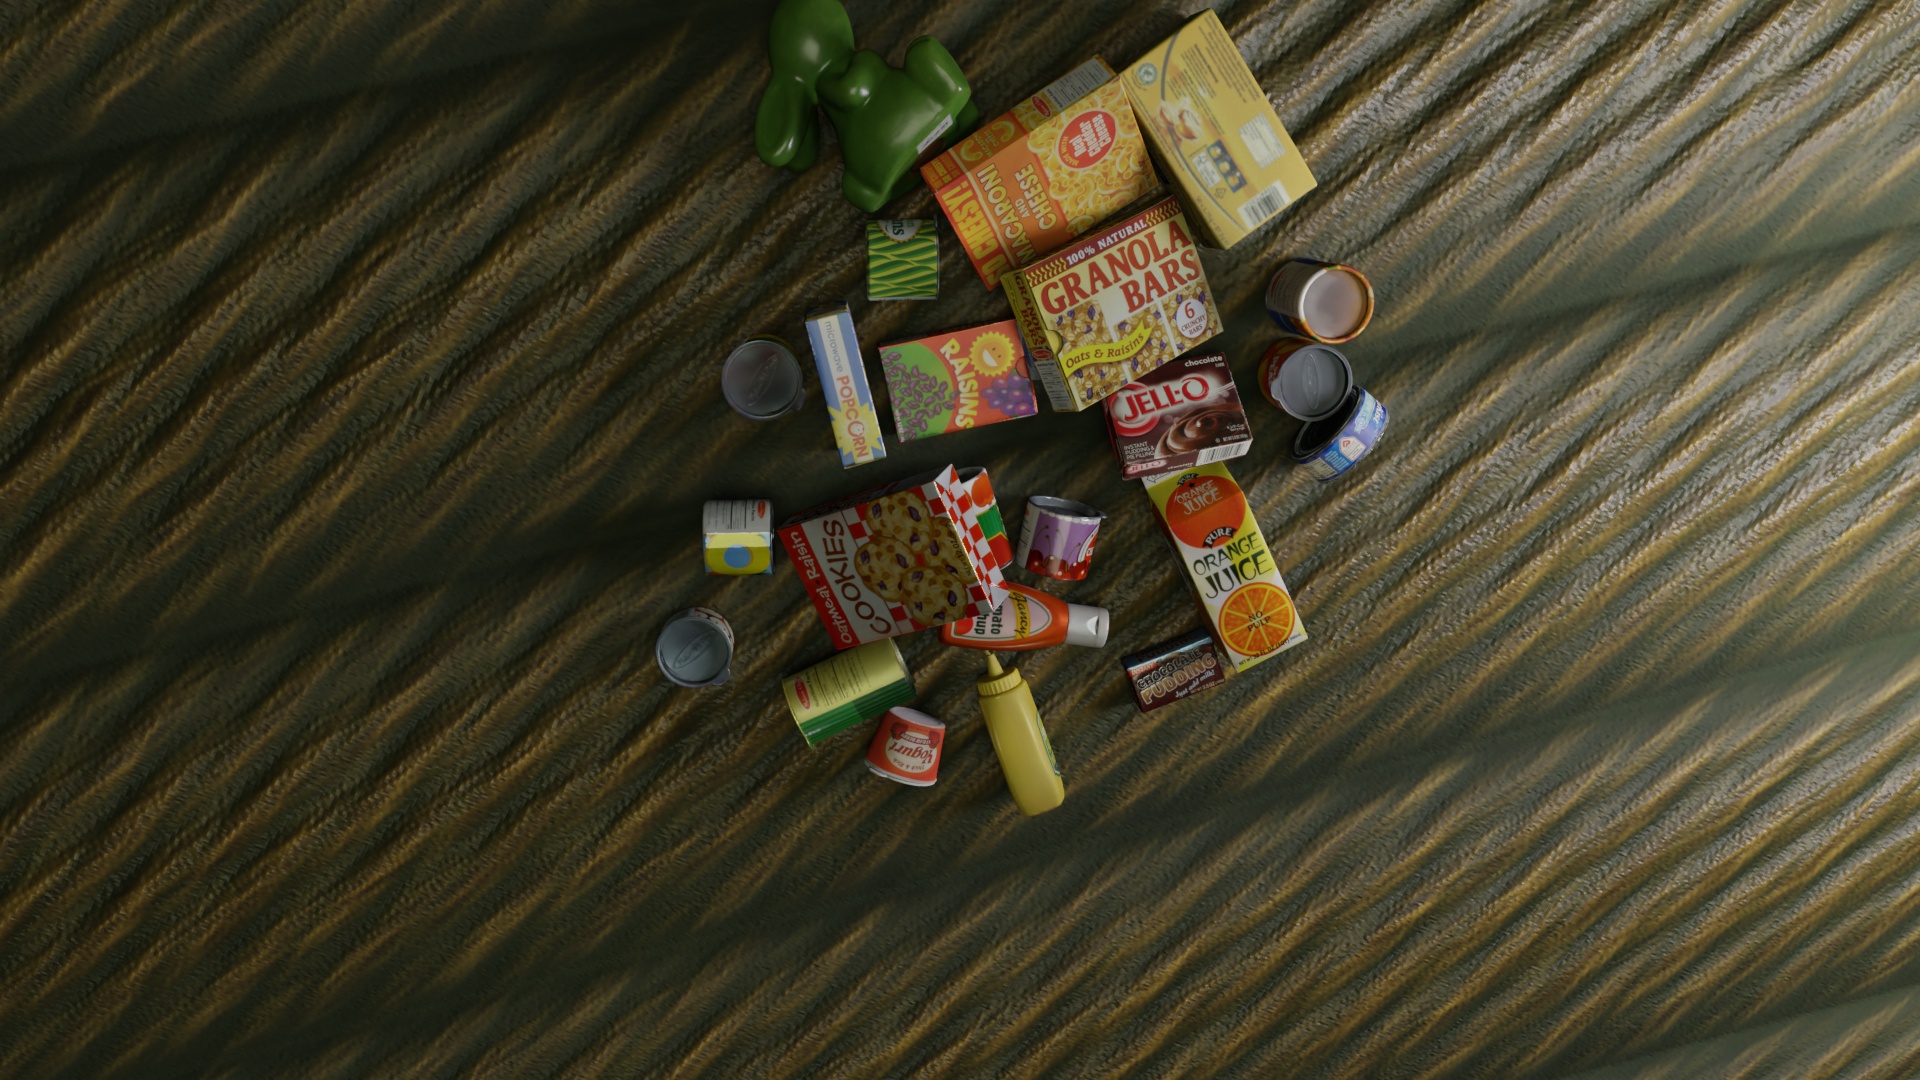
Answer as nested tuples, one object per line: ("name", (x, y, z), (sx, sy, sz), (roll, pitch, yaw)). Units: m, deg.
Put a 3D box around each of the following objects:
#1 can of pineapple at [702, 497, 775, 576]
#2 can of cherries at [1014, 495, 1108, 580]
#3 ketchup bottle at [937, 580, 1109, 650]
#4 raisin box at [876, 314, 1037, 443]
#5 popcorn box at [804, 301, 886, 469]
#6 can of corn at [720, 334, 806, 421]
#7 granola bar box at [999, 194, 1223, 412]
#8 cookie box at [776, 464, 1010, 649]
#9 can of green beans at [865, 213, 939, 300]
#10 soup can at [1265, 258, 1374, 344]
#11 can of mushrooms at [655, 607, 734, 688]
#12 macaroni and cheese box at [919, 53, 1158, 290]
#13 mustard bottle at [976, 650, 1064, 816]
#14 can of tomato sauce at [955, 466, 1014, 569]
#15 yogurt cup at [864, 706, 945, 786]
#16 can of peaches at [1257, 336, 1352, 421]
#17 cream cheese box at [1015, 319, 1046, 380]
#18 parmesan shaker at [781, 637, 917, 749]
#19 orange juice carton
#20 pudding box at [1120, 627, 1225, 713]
("can of pineapple", (-0.188, -0.001, 1.184), (0.058, 0.071, 0.070), (-1, 105, -5))
("can of cherries", (0.087, -0.002, 1.211), (0.071, 0.071, 0.058), (11, 103, -8))
("ketchup bottle", (0.056, 0.069, 1.237), (0.149, 0.043, 0.065), (7, 82, -8))
("raisin box", (-0.003, -0.139, 1.182), (0.123, 0.040, 0.086), (-12, 104, -3))
("popcorn box", (-0.096, -0.131, 1.150), (0.038, 0.085, 0.126), (-14, 105, -3))
("can of corn", (-0.162, -0.135, 1.156), (0.071, 0.058, 0.071), (-1, 104, -5))
("granola bar box", (0.128, -0.196, 1.147), (0.166, 0.039, 0.124), (-30, 107, -23))
("cookie box", (-0.059, 0.017, 1.176), (0.167, 0.040, 0.122), (-16, 107, 31))
("can of green beans", (-0.048, -0.230, 1.140), (0.058, 0.071, 0.071), (-2, 105, -5))
("soup can", (0.305, -0.202, 1.174), (0.071, 0.084, 0.071), (-2, 105, -6))
("can of mushrooms", (-0.231, 0.095, 1.221), (0.071, 0.033, 0.071), (-1, 104, -6))
("macaroni and cheese box", (0.065, -0.293, 1.118), (0.166, 0.040, 0.123), (-32, 143, 3))
("mustard bottle", (0.049, 0.167, 1.253), (0.049, 0.065, 0.160), (-19, 99, 2))
("can of tomato sauce", (0.004, -0.015, 1.201), (0.071, 0.071, 0.083), (-19, 105, -1))
("yogurt cup", (-0.047, 0.183, 1.247), (0.072, 0.072, 0.054), (17, 94, -10))
("can of peaches", (0.294, -0.140, 1.202), (0.071, 0.058, 0.071), (-1, 105, -5))
("cream cheese box", (0.099, -0.176, 1.171), (0.104, 0.024, 0.053), (-23, 105, -25))
("parmesan shaker", (-0.096, 0.132, 1.225), (0.103, 0.071, 0.071), (-24, 106, 0))
("orange juice carton", (0.229, 0.011, 1.225), (0.072, 0.073, 0.192), (-27, 105, 2))
("pudding box", (0.195, 0.118, 1.272), (0.084, 0.030, 0.049), (-21, 105, 0))
